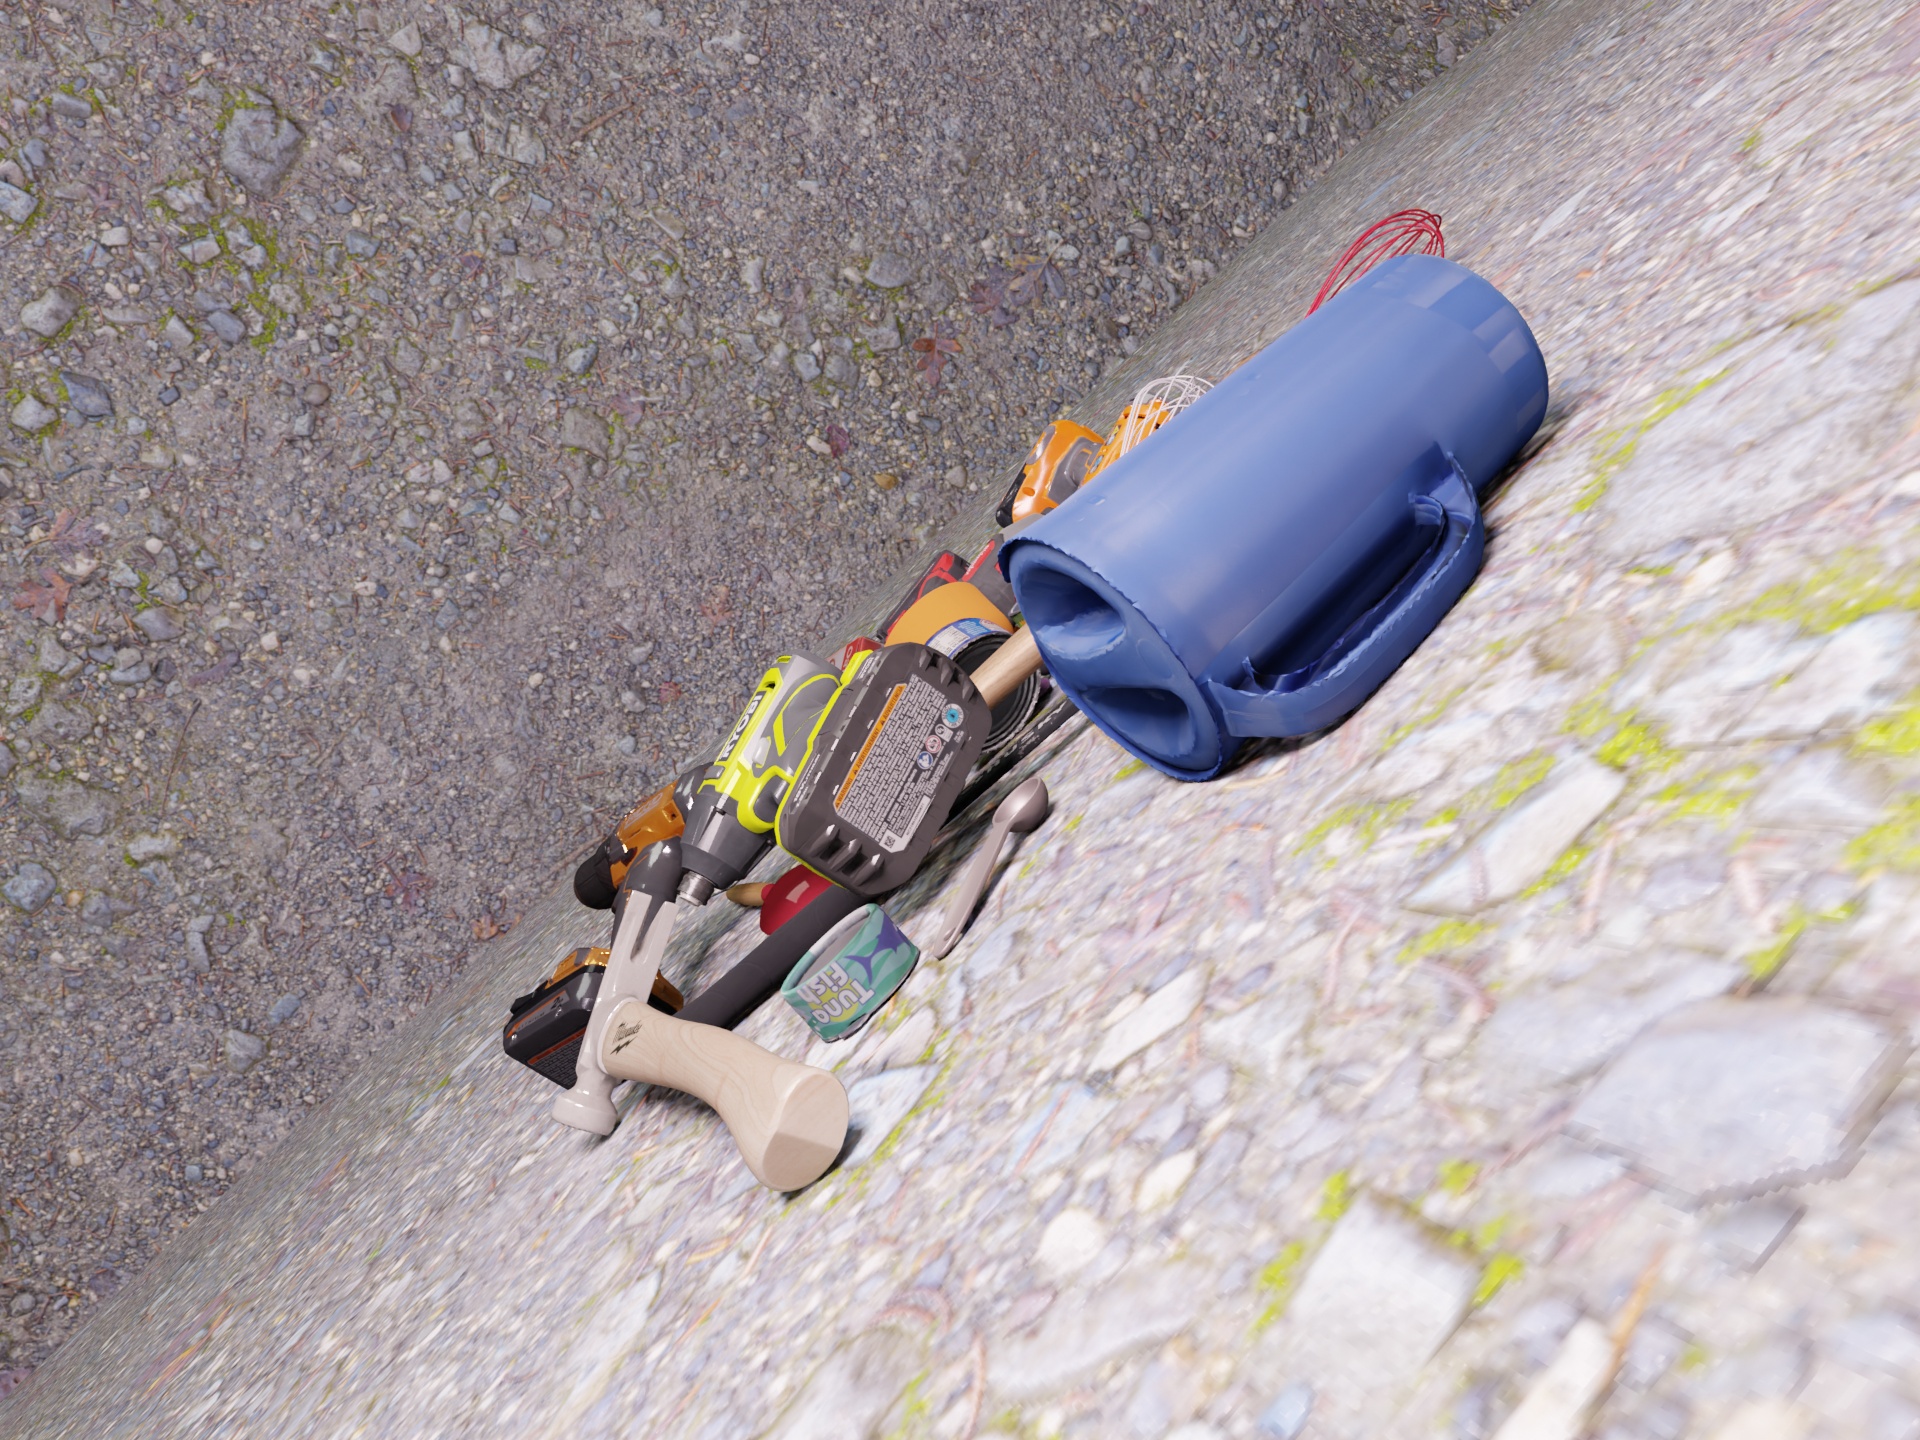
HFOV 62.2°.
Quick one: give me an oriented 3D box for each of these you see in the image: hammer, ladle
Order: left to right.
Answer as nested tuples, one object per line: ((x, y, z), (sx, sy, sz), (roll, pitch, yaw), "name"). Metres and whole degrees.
((-0.135, 0.162, 0.808), (0.411, 0.038, 0.146), (-13, 58, 66), "hammer")
((-0.143, 0.128, 1.176), (0.069, 0.031, 0.315), (-42, 7, -17), "ladle")
((-0.024, 0.066, 0.932), (0.409, 0.036, 0.149), (-41, 8, 10), "hammer")
((0.074, -0.074, 0.968), (0.331, 0.031, 0.130), (-43, 5, 2), "hammer")

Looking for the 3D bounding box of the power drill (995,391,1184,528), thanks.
((0.111, -0.202, 1.427), (0.164, 0.084, 0.226), (-60, 17, -6), "power drill")

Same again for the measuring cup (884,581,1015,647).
((-0.008, -0.014, 1.107), (0.095, 0.052, 0.173), (-27, -36, -30), "measuring cup")

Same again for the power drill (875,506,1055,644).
((0.014, -0.110, 1.385), (0.143, 0.078, 0.219), (-53, 10, -16), "power drill")

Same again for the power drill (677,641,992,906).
((-0.087, 0.035, 0.927), (0.223, 0.080, 0.171), (-7, 52, 61), "power drill")

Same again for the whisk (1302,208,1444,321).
((0.268, -0.289, 1.257), (0.296, 0.073, 0.073), (-43, 9, 8), "whisk")

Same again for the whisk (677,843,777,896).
((-0.123, 0.069, 1.224), (0.246, 0.057, 0.059), (-29, 31, 12), "whisk")

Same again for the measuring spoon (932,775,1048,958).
((0.017, 0.076, 0.794), (0.034, 0.018, 0.124), (-33, 20, 46), "measuring spoon")

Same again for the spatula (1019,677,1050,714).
((-0.002, -0.004, 1.209), (0.060, 0.018, 0.316), (-42, 10, -17), "spatula")

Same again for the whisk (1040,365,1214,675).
((0.116, -0.149, 1.166), (0.285, 0.070, 0.070), (-61, 16, -22), "whisk")

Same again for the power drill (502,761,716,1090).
((-0.246, 0.151, 1.138), (0.185, 0.084, 0.226), (-32, 30, 38), "power drill")

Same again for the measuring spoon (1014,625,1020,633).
((0.028, -0.072, 1.422), (0.021, 0.011, 0.117), (-45, 9, -16), "measuring spoon")
